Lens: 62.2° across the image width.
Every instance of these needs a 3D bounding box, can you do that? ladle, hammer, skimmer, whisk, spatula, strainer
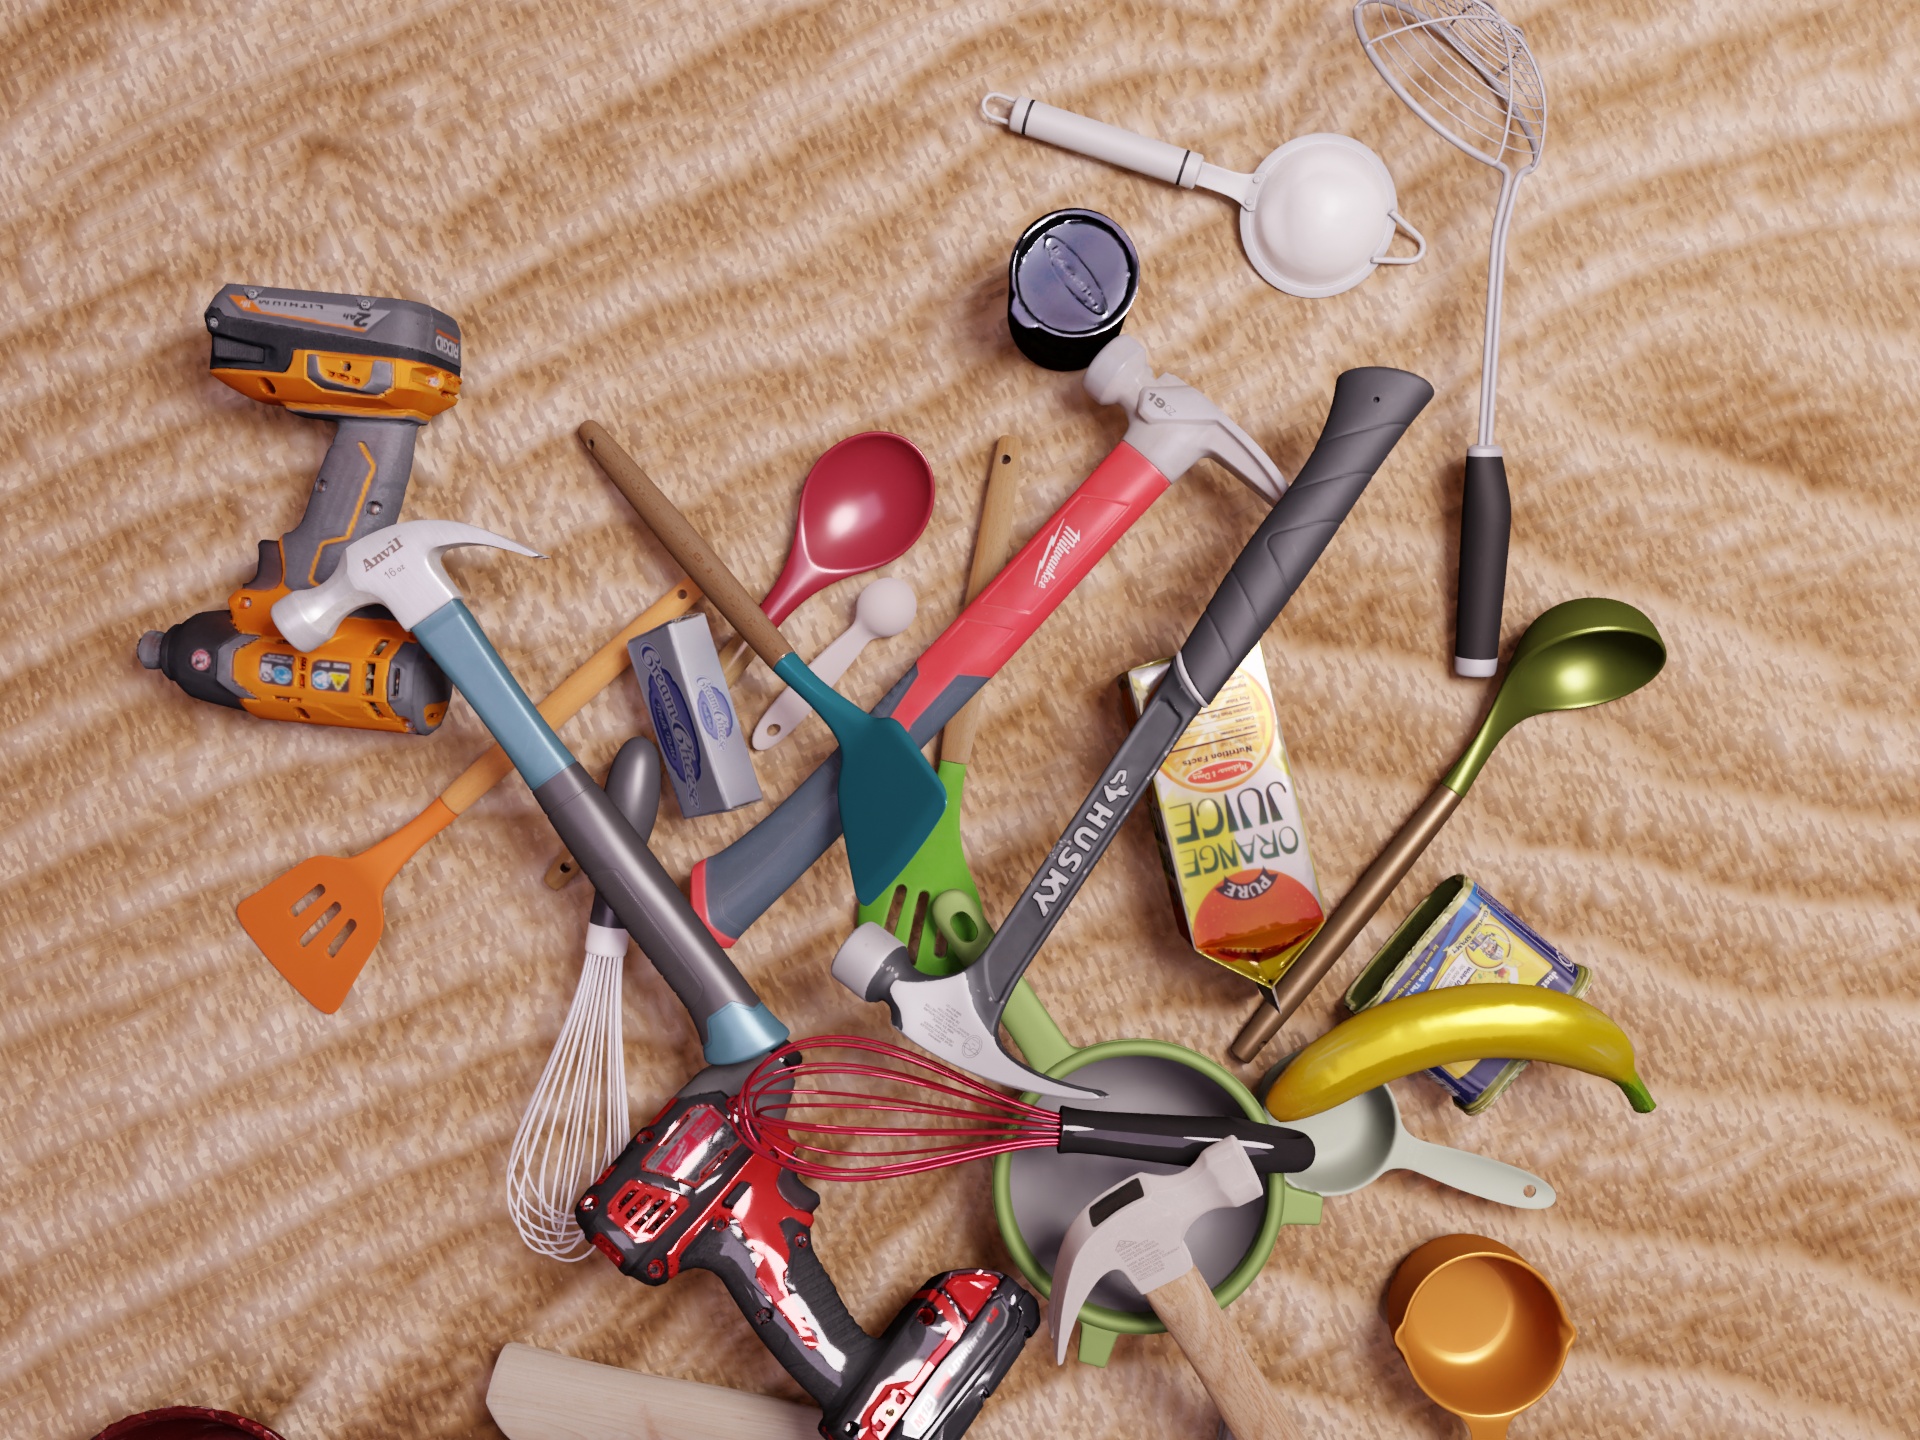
[{"bbox_3d":[0.257,0.065,0.857,0.078,0.062,0.320,34,95,-43],"label":"ladle"},{"bbox_3d":[0.007,-0.016,0.842,0.143,0.038,0.386,44,93,10],"label":"hammer"},{"bbox_3d":[0.260,-0.207,0.860,0.127,0.090,0.363,-11,105,-42],"label":"skimmer"},{"bbox_3d":[-0.051,0.392,0.869,0.410,0.038,0.146,12,89,1],"label":"hammer"},{"bbox_3d":[0.030,0.202,0.794,0.296,0.073,0.073,5,90,-1],"label":"whisk"},{"bbox_3d":[-0.113,-0.049,0.829,0.318,0.044,0.082,48,123,17],"label":"spatula"},{"bbox_3d":[0.064,0.199,0.855,0.151,0.069,0.256,-35,83,1],"label":"strainer"},{"bbox_3d":[0.107,-0.001,0.781,0.149,0.036,0.409,34,89,19],"label":"hammer"},{"bbox_3d":[-0.127,-0.029,0.876,0.069,0.031,0.315,39,92,-6],"label":"ladle"},{"bbox_3d":[0.152,0.363,0.815,0.130,0.031,0.331,-28,110,6],"label":"hammer"},{"bbox_3d":[0.132,-0.297,0.868,0.258,0.050,0.087,20,105,4],"label":"strainer"},{"bbox_3d":[-0.262,0.030,0.880,0.322,0.041,0.081,-42,90,-4],"label":"spatula"},{"bbox_3d":[-0.196,0.149,0.855,0.070,0.070,0.284,9,90,1],"label":"whisk"},{"bbox_3d":[-0.201,0.040,0.814,0.128,0.033,0.331,-36,94,-1],"label":"hammer"}]

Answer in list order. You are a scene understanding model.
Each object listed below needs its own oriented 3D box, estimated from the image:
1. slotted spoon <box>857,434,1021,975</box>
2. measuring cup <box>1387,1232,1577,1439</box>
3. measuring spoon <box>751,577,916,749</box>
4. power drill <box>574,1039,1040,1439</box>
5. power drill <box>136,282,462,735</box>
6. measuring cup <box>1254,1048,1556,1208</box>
[{"bbox_3d":[-0.001,-0.003,0.874,0.070,0.031,0.314,10,89,5],"label":"slotted spoon"},{"bbox_3d":[0.277,0.364,0.858,0.095,0.052,0.173,-2,92,1],"label":"measuring cup"},{"bbox_3d":[-0.069,-0.027,0.873,0.124,0.018,0.034,-47,124,3],"label":"measuring spoon"},{"bbox_3d":[-0.075,0.274,0.826,0.220,0.078,0.143,40,60,5],"label":"power drill"},{"bbox_3d":[-0.354,-0.111,0.853,0.164,0.084,0.226,5,94,0],"label":"power drill"},{"bbox_3d":[0.239,0.230,0.866,0.167,0.038,0.083,19,90,-1],"label":"measuring cup"}]
